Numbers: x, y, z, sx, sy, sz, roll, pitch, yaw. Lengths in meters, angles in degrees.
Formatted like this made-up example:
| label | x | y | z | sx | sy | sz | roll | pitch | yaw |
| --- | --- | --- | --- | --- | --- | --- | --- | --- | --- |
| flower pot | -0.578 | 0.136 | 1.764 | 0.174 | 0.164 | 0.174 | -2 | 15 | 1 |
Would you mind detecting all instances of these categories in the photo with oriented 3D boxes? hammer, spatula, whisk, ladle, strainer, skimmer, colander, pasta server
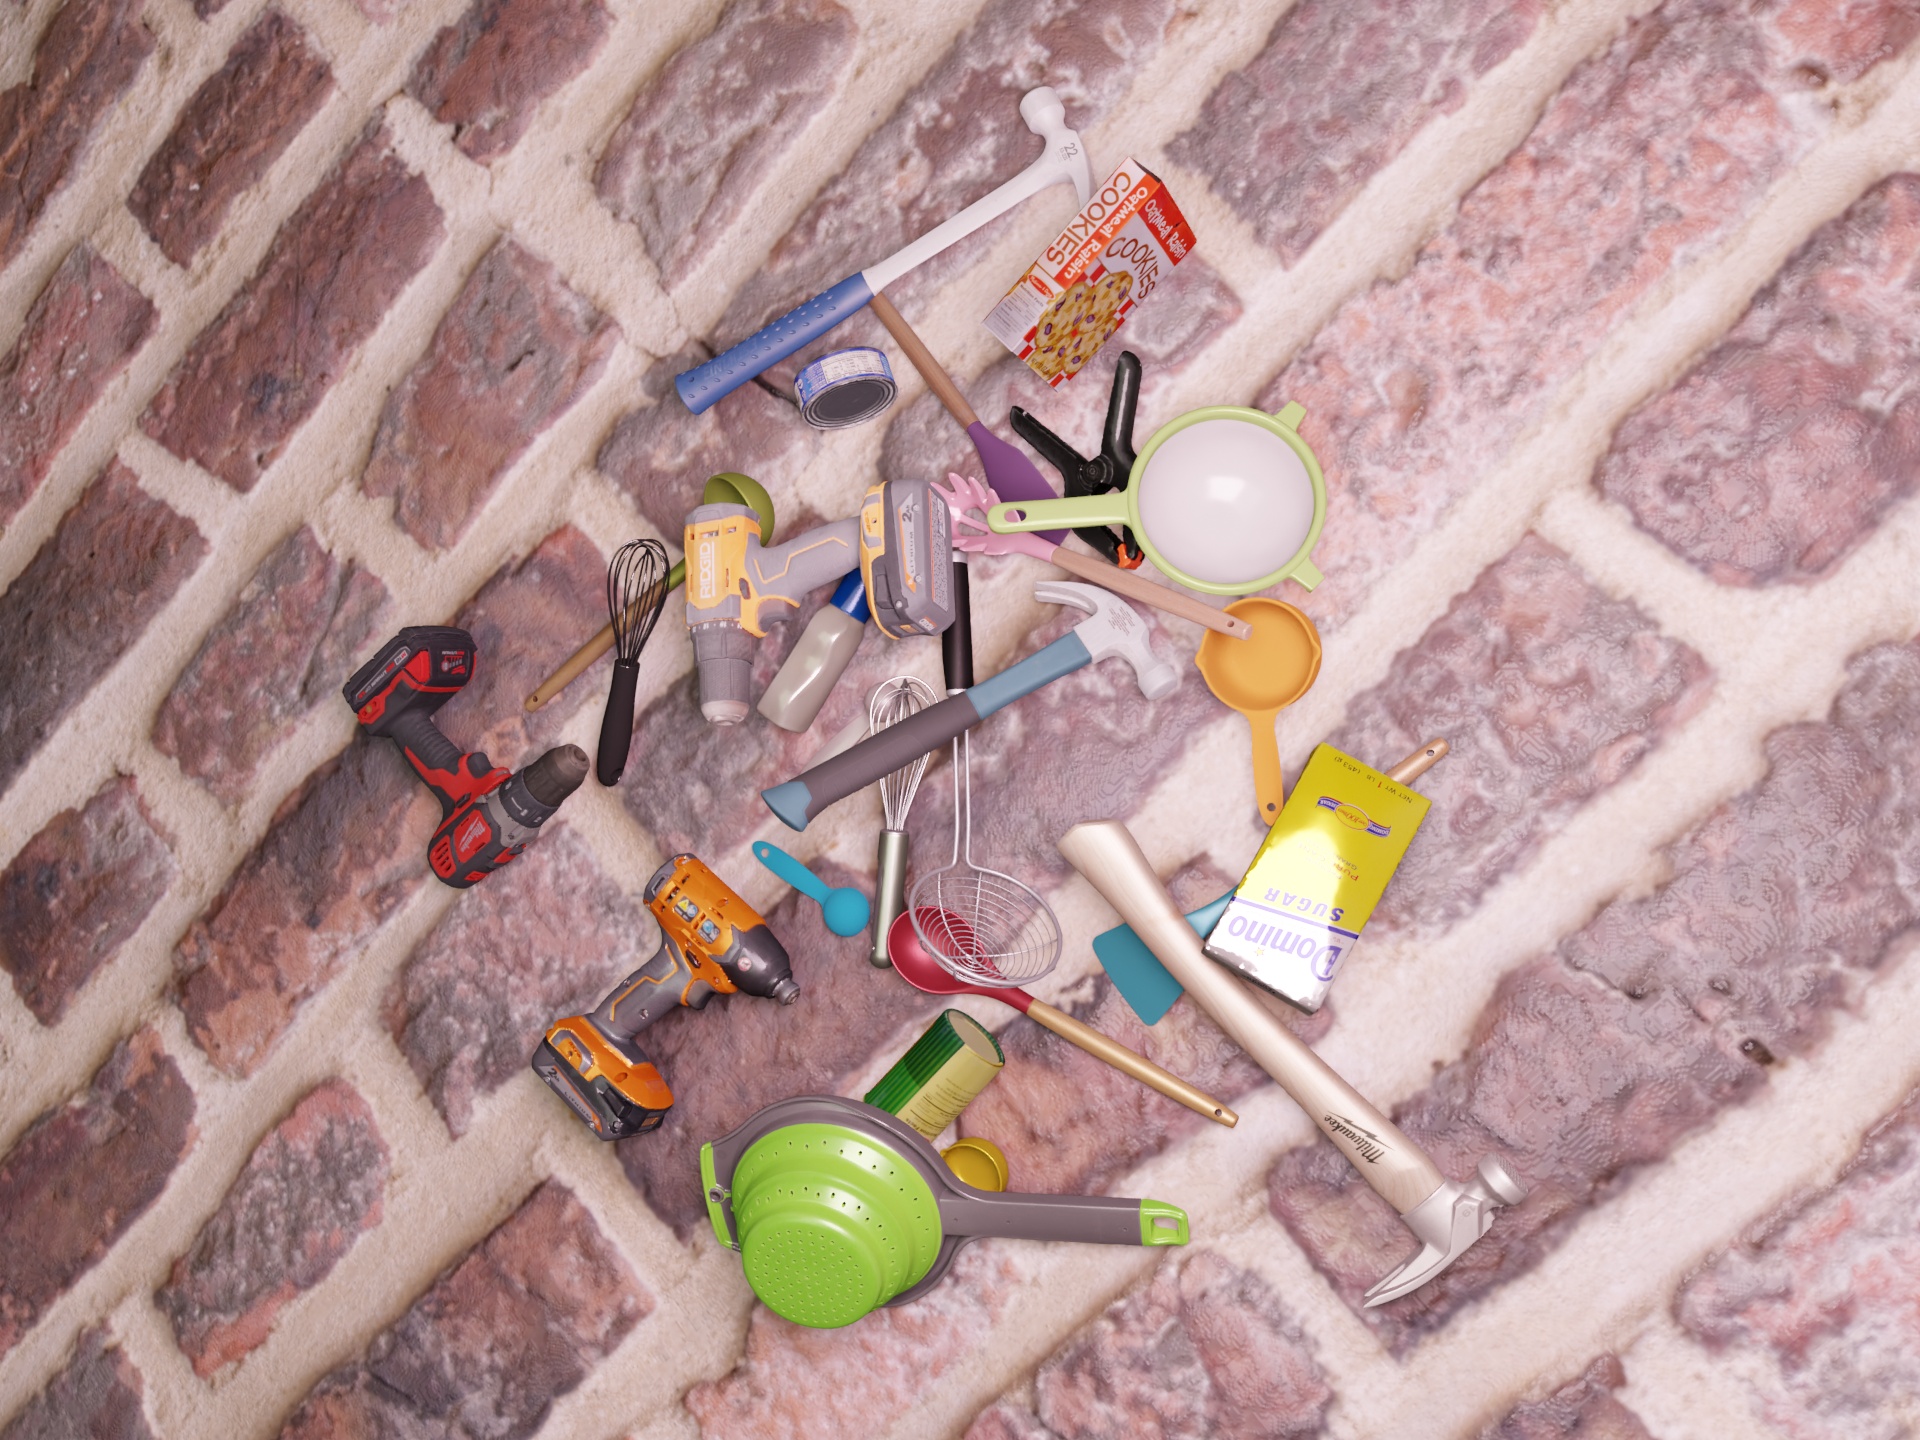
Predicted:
| label | x | y | z | sx | sy | sz | roll | pitch | yaw |
| --- | --- | --- | --- | --- | --- | --- | --- | --- | --- |
| hammer | -0.068 | -0.376 | 1.361 | 0.405 | 0.035 | 0.144 | -28 | 70 | 14 |
| hammer | 0.216 | 0.238 | 1.180 | 0.411 | 0.038 | 0.146 | 46 | 103 | 11 |
| spatula | 0.241 | 0.113 | 1.218 | 0.317 | 0.044 | 0.082 | -38 | 73 | 10 |
| whisk | -0.297 | -0.049 | 1.408 | 0.055 | 0.055 | 0.239 | 22 | 112 | 22 |
| whisk | -0.055 | 0.085 | 1.327 | 0.059 | 0.058 | 0.246 | 5 | 91 | -7 |
| ladle | 0.079 | 0.239 | 1.268 | 0.315 | 0.031 | 0.069 | 27 | 87 | 20 |
| hammer | -0.002 | -0.004 | 1.254 | 0.331 | 0.033 | 0.128 | -28 | 70 | -7 |
| strainer | 0.150 | -0.157 | 1.230 | 0.256 | 0.069 | 0.151 | -4 | 78 | 3 |
| skimmer | 0.015 | 0.032 | 1.278 | 0.090 | 0.127 | 0.363 | 156 | 115 | -63 |
| colander | -0.026 | 0.402 | 1.226 | 0.397 | 0.094 | 0.204 | -1 | 112 | 14 |
| spatula | -0.004 | -0.266 | 1.348 | 0.316 | 0.018 | 0.059 | 56 | 136 | 19 |
| pasta server | 0.093 | -0.125 | 1.259 | 0.316 | 0.040 | 0.060 | 27 | 90 | 35 |
| ladle | -0.289 | -0.107 | 1.433 | 0.320 | 0.062 | 0.078 | -38 | 81 | 17 |

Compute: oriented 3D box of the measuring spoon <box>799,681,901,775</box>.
| label | x | y | z | sx | sy | sz | roll | pitch | yaw |
| --- | --- | --- | --- | --- | --- | --- | --- | --- | --- |
| measuring spoon | -0.099 | 0.014 | 1.364 | 0.124 | 0.018 | 0.034 | -45 | 71 | 13 |

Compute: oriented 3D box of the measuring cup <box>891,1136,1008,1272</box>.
| label | x | y | z | sx | sy | sz | roll | pitch | yaw |
| --- | --- | --- | --- | --- | --- | --- | --- | --- | --- |
| measuring cup | -0.017 | 0.399 | 1.297 | 0.062 | 0.029 | 0.156 | 43 | 113 | 12 |

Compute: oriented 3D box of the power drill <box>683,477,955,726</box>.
| label | x | y | z | sx | sy | sz | roll | pitch | yaw |
| --- | --- | --- | --- | --- | --- | --- | --- | --- | --- |
| power drill | -0.122 | -0.096 | 1.295 | 0.226 | 0.084 | 0.185 | -7 | 75 | 19 |

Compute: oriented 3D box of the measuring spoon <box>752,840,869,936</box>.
| label | x | y | z | sx | sy | sz | roll | pitch | yaw |
| --- | --- | --- | --- | --- | --- | --- | --- | --- | --- |
| measuring spoon | -0.134 | 0.141 | 1.364 | 0.129 | 0.021 | 0.042 | 33 | 97 | 20 |

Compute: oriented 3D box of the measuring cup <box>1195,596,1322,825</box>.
| label | x | y | z | sx | sy | sz | roll | pitch | yaw |
| --- | --- | --- | --- | --- | --- | --- | --- | --- | --- |
| measuring cup | 0.236 | -0.009 | 1.218 | 0.095 | 0.052 | 0.173 | -4 | 95 | 23 |

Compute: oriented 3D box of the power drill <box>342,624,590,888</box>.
| label | x | y | z | sx | sy | sz | roll | pitch | yaw |
| --- | --- | --- | --- | --- | --- | --- | --- | --- | --- |
| power drill | -0.452 | 0.019 | 1.471 | 0.188 | 0.080 | 0.227 | -38 | 76 | 20 |

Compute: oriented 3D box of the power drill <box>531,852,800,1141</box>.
| label | x | y | z | sx | sy | sz | roll | pitch | yaw |
| --- | --- | --- | --- | --- | --- | --- | --- | --- | --- |
| power drill | -0.247 | 0.250 | 1.371 | 0.164 | 0.084 | 0.226 | 39 | 96 | 20 |
